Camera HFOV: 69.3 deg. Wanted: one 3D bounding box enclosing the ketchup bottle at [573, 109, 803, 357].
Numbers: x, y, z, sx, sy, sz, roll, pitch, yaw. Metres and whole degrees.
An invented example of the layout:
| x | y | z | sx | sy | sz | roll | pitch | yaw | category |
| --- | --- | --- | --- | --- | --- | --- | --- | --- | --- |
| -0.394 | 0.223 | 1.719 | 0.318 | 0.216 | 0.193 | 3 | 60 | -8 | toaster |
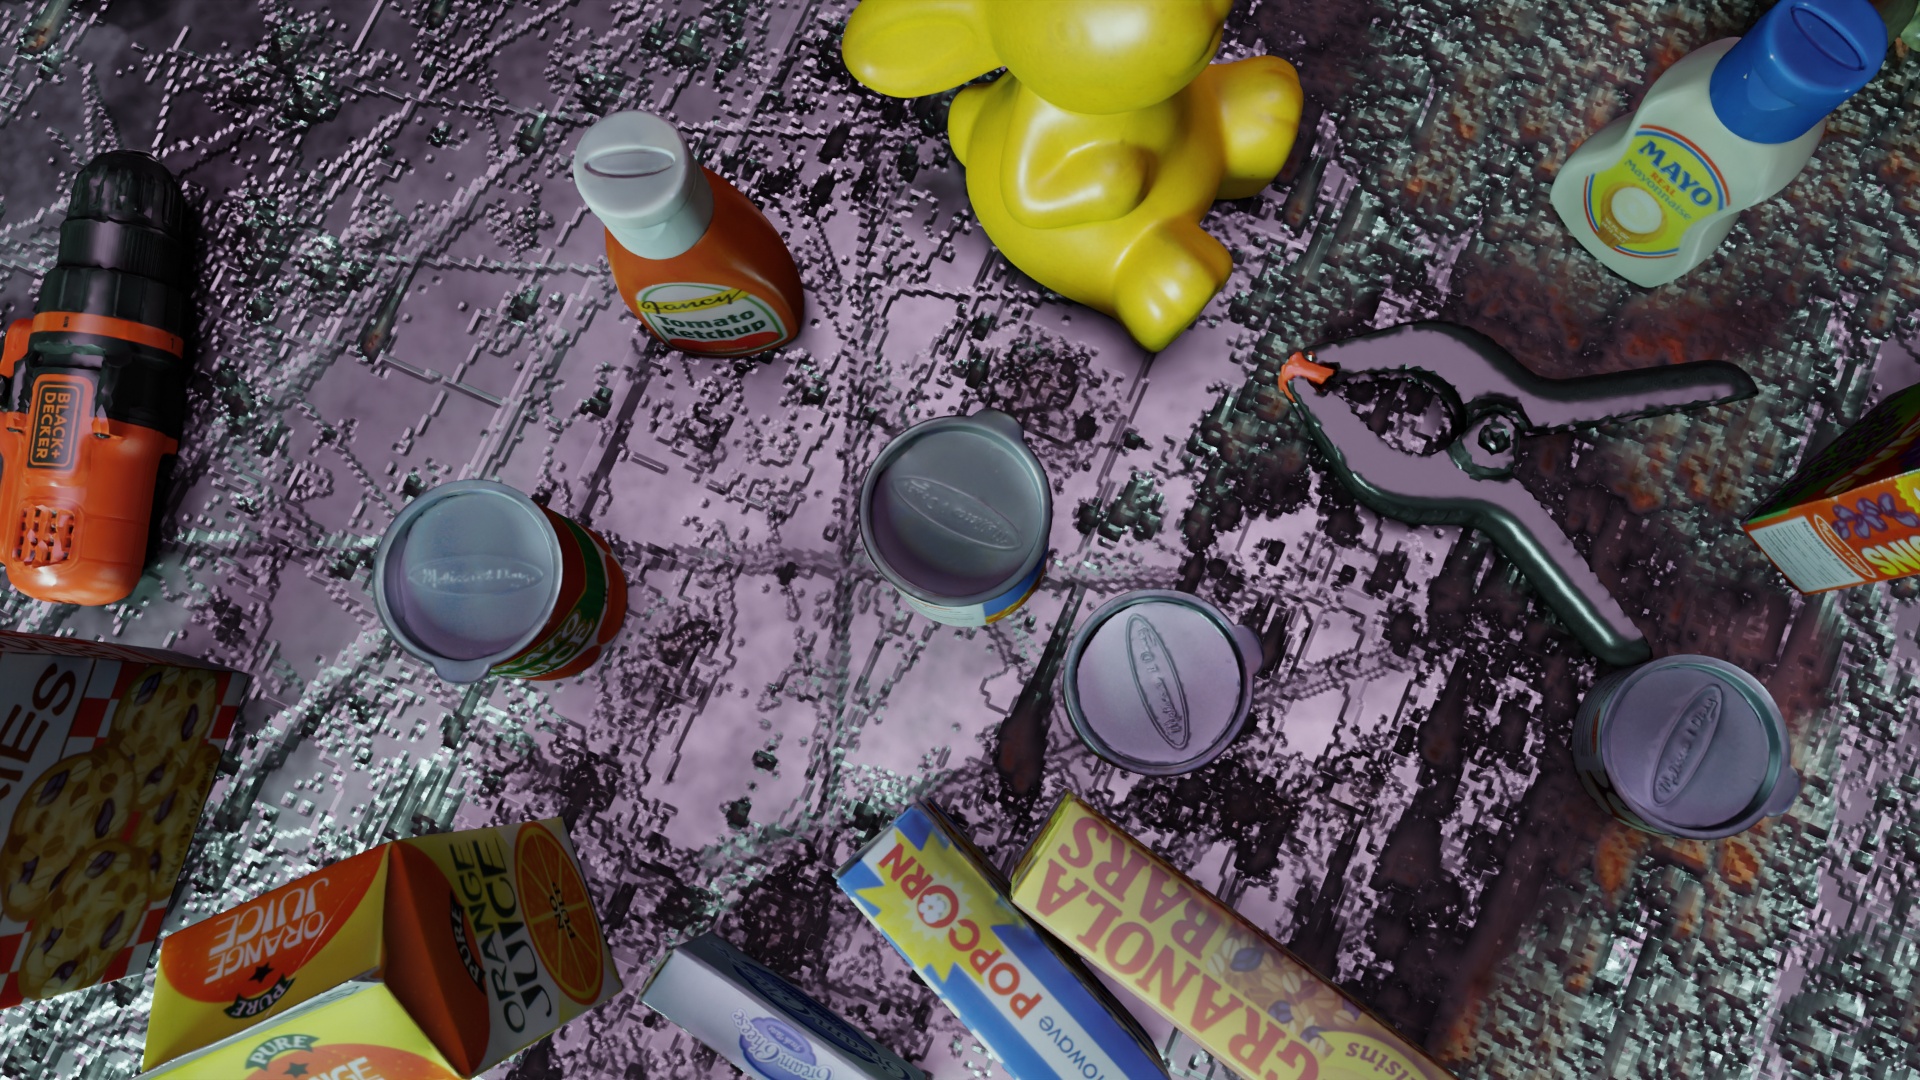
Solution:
| x | y | z | sx | sy | sz | roll | pitch | yaw | category |
| --- | --- | --- | --- | --- | --- | --- | --- | --- | --- |
| -0.098 | -0.106 | 0.499 | 0.065 | 0.148 | 0.043 | -4 | 81 | 2 | ketchup bottle |

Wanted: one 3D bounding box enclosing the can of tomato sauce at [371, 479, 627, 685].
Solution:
| x | y | z | sx | sy | sz | roll | pitch | yaw | category |
| --- | --- | --- | --- | --- | --- | --- | --- | --- | --- |
| -0.166 | 0.019 | 0.515 | 0.071 | 0.083 | 0.071 | 0 | 81 | 3 | can of tomato sauce |

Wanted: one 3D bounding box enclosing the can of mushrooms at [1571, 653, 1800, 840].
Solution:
| x | y | z | sx | sy | sz | roll | pitch | yaw | category |
| --- | --- | --- | --- | --- | --- | --- | --- | --- | --- |
| 0.265 | 0.077 | 0.510 | 0.071 | 0.033 | 0.071 | 0 | 81 | 3 | can of mushrooms |

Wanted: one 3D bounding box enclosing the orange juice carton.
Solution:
| x | y | z | sx | sy | sz | roll | pitch | yaw | category |
| --- | --- | --- | --- | --- | --- | --- | --- | --- | --- |
| -0.178 | 0.138 | 0.440 | 0.072 | 0.192 | 0.073 | -22 | 81 | -1 | orange juice carton |

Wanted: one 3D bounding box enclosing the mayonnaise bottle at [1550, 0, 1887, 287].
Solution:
| x | y | z | sx | sy | sz | roll | pitch | yaw | category |
| --- | --- | --- | --- | --- | --- | --- | --- | --- | --- |
| 0.262 | -0.140 | 0.488 | 0.041 | 0.148 | 0.065 | -42 | 82 | -4 | mayonnaise bottle |

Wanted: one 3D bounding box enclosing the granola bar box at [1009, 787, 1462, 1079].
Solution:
| x | y | z | sx | sy | sz | roll | pitch | yaw | category |
| --- | --- | --- | --- | --- | --- | --- | --- | --- | --- |
| 0.092 | 0.148 | 0.461 | 0.166 | 0.124 | 0.039 | 35 | 85 | 7 | granola bar box |

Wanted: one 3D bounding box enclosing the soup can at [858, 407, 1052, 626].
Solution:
| x | y | z | sx | sy | sz | roll | pitch | yaw | category |
| --- | --- | --- | --- | --- | --- | --- | --- | --- | --- |
| 0.002 | -0.006 | 0.511 | 0.071 | 0.083 | 0.071 | 0 | 81 | 3 | soup can |

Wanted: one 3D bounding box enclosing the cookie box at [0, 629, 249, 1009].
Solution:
| x | y | z | sx | sy | sz | roll | pitch | yaw | category |
| --- | --- | --- | --- | --- | --- | --- | --- | --- | --- |
| -0.323 | 0.094 | 0.467 | 0.040 | 0.167 | 0.123 | 15 | 82 | 5 | cookie box |

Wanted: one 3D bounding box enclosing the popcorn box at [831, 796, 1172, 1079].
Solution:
| x | y | z | sx | sy | sz | roll | pitch | yaw | category |
| --- | --- | --- | --- | --- | --- | --- | --- | --- | --- |
| 0.016 | 0.148 | 0.484 | 0.038 | 0.085 | 0.127 | -43 | 82 | -4 | popcorn box |

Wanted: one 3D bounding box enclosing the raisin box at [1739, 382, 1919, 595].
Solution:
| x | y | z | sx | sy | sz | roll | pitch | yaw | category |
| --- | --- | --- | --- | --- | --- | --- | --- | --- | --- |
| 0.341 | -0.026 | 0.478 | 0.086 | 0.123 | 0.040 | -38 | 81 | -3 | raisin box |

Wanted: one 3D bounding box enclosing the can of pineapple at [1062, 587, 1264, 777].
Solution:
| x | y | z | sx | sy | sz | roll | pitch | yaw | category |
| --- | --- | --- | --- | --- | --- | --- | --- | --- | --- |
| 0.072 | 0.053 | 0.511 | 0.071 | 0.058 | 0.071 | 0 | 81 | 3 | can of pineapple |

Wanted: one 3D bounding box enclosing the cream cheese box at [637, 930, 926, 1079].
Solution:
| x | y | z | sx | sy | sz | roll | pitch | yaw | category |
| --- | --- | --- | --- | --- | --- | --- | --- | --- | --- |
| -0.061 | 0.179 | 0.499 | 0.104 | 0.053 | 0.024 | 32 | 84 | 7 | cream cheese box |
